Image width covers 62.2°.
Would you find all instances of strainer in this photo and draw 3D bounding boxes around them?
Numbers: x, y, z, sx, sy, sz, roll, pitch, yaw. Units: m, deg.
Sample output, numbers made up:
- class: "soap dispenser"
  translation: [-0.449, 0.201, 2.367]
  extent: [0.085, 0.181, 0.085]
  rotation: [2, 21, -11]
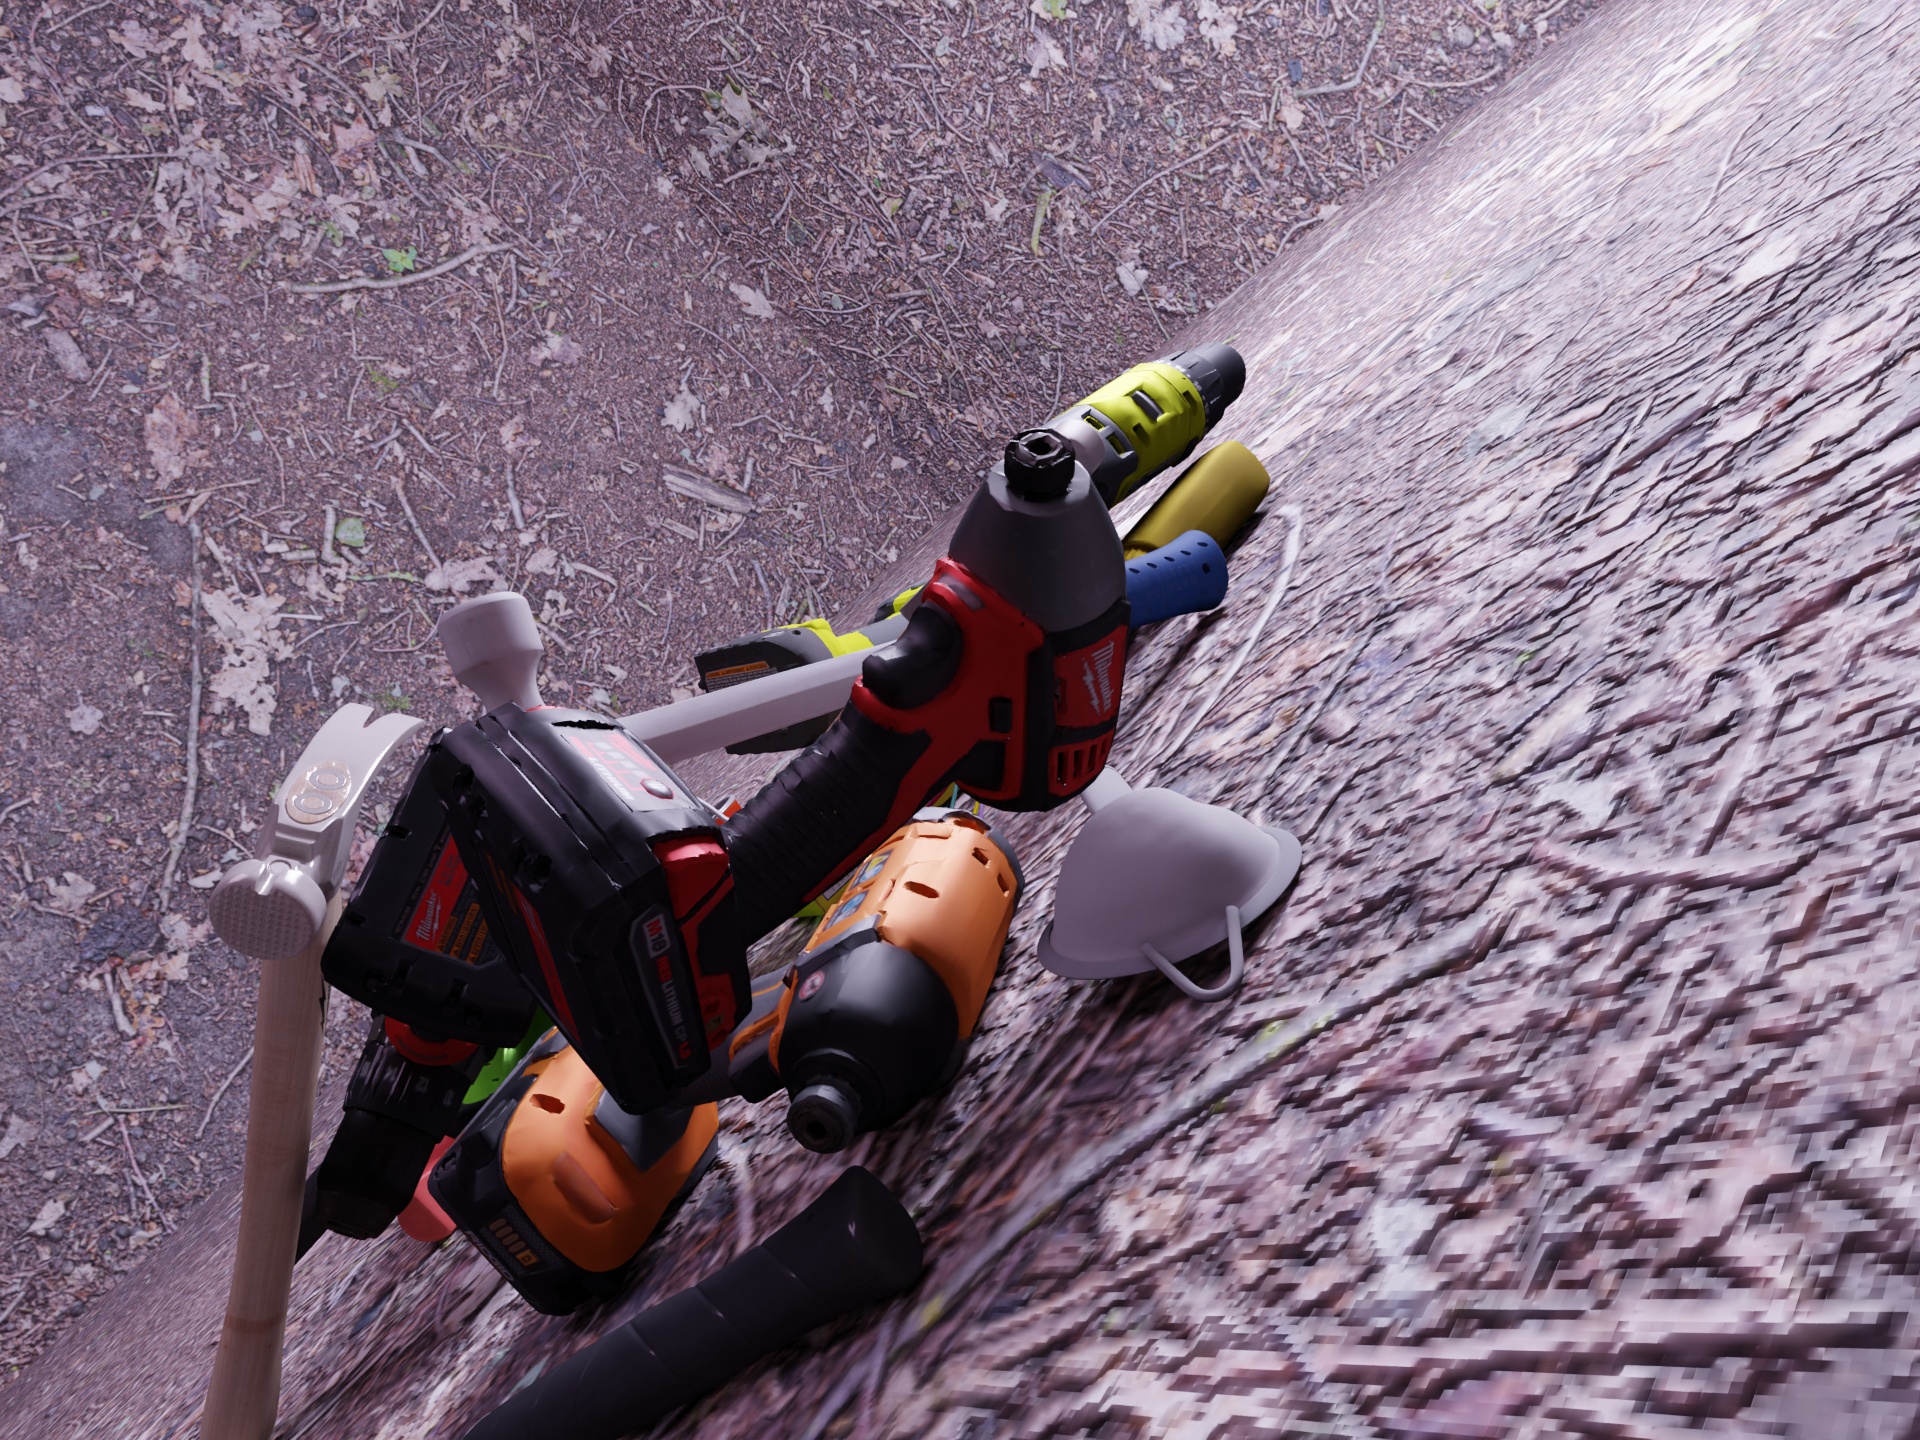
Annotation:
- class: "strainer"
  translation: [0.058, 0.038, 0.549]
  extent: [0.087, 0.050, 0.258]
  rotation: [-25, 6, 2]

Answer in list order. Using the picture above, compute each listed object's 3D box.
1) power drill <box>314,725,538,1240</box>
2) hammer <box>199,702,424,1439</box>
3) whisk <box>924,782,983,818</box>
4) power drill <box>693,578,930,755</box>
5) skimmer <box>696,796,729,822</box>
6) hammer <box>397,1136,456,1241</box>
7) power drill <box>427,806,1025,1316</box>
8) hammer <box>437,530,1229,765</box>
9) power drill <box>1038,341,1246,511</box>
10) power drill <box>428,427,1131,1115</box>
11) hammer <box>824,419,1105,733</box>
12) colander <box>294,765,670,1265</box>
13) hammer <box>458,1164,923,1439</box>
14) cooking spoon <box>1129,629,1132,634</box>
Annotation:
- class: "power drill"
  translation: [-0.225, 0.120, 0.688]
  extent: [0.226, 0.080, 0.188]
  rotation: [130, 160, -59]
- class: "hammer"
  translation: [-0.306, 0.187, 0.722]
  extent: [0.146, 0.038, 0.410]
  rotation: [-89, 17, -59]
- class: "whisk"
  translation: [-0.003, -0.003, 0.853]
  extent: [0.047, 0.051, 0.245]
  rotation: [-23, 25, 26]
- class: "power drill"
  translation: [-0.069, -0.050, 1.137]
  extent: [0.223, 0.080, 0.171]
  rotation: [-25, 12, -39]
- class: "skimmer"
  translation: [-0.108, 0.019, 1.188]
  extent: [0.363, 0.127, 0.090]
  rotation: [-36, -23, -15]
- class: "hammer"
  translation: [-0.355, 0.293, 1.075]
  extent: [0.149, 0.036, 0.359]
  rotation: [-43, 8, -12]
- class: "power drill"
  translation: [-0.086, 0.131, 0.580]
  extent: [0.226, 0.084, 0.164]
  rotation: [-33, 12, 24]
- class: "hammer"
  translation: [-0.017, -0.022, 0.699]
  extent: [0.405, 0.144, 0.035]
  rotation: [-19, -3, -40]
- class: "power drill"
  translation: [0.080, -0.140, 1.015]
  extent: [0.190, 0.080, 0.228]
  rotation: [-38, -8, -38]
- class: "power drill"
  translation: [-0.036, 0.006, 0.482]
  extent: [0.219, 0.079, 0.143]
  rotation: [-33, -34, -26]
- class: "hammer"
  translation: [-0.030, -0.036, 0.906]
  extent: [0.130, 0.031, 0.331]
  rotation: [-52, 2, -38]
- class: "colander"
  translation: [-0.247, 0.196, 0.868]
  extent: [0.397, 0.094, 0.205]
  rotation: [-47, 30, 14]
- class: "hammer"
  translation: [-0.166, 0.243, 0.504]
  extent: [0.409, 0.036, 0.149]
  rotation: [-37, 11, 25]
- class: "cooking spoon"
  translation: [0.105, -0.076, 0.975]
  extent: [0.069, 0.017, 0.319]
  rotation: [-29, 14, 26]
